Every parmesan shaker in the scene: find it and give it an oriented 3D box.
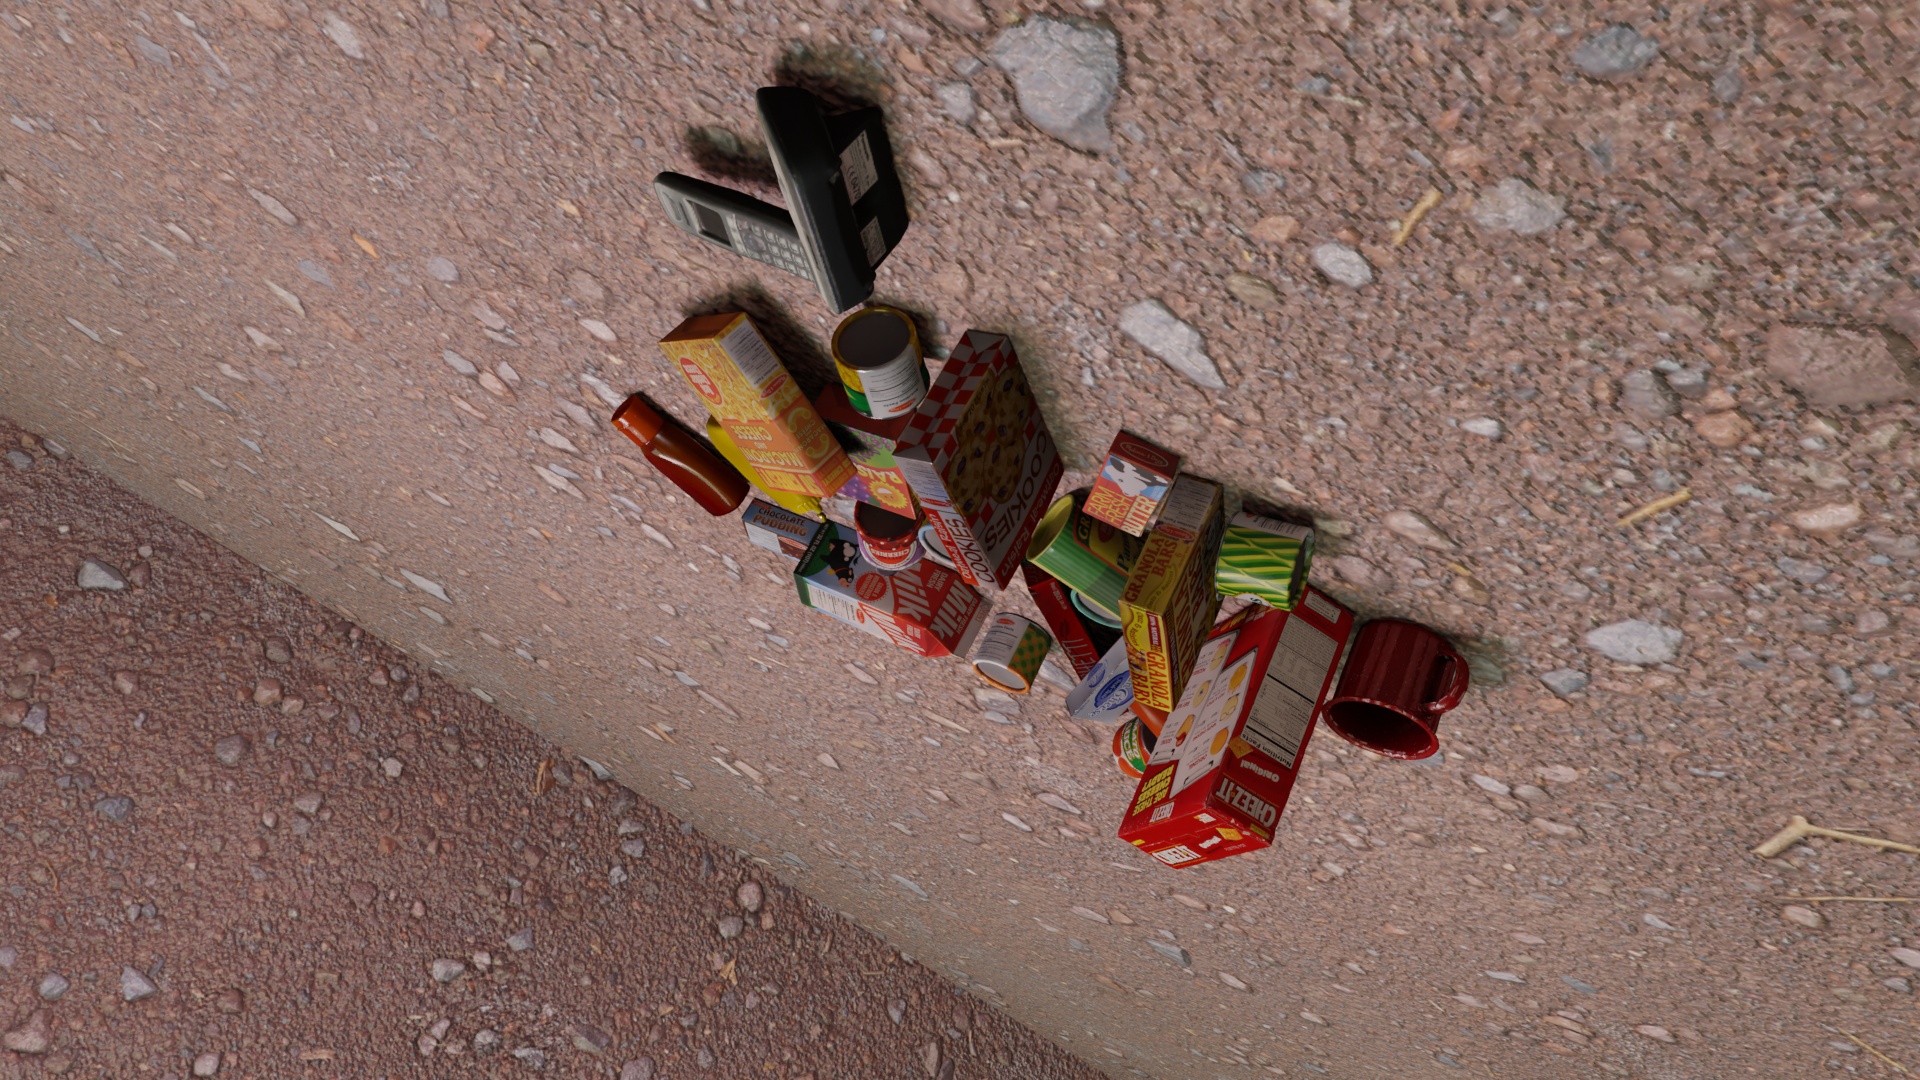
[{"bbox_3d":[0.116,0.014,1.170,0.103,0.071,0.071,33,154,-13],"label":"parmesan shaker"}]

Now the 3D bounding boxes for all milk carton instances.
[{"bbox_3d":[-0.067,0.056,1.415,0.191,0.072,0.073,23,154,13],"label":"milk carton"}]

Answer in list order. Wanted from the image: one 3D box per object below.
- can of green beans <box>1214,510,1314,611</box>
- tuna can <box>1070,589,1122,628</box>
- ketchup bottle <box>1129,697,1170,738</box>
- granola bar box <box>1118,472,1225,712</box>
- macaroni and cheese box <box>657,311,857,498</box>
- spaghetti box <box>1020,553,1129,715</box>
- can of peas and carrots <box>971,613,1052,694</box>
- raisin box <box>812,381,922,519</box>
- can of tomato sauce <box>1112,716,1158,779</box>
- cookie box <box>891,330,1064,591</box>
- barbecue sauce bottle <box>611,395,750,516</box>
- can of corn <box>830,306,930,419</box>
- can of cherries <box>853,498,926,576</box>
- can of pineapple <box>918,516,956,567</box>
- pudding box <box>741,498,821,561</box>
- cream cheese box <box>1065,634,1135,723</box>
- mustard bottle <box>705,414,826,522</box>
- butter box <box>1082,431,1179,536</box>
[{"bbox_3d":[0.231,0.016,1.055,0.058,0.071,0.071,15,151,24],"label":"can of green beans"},{"bbox_3d":[0.135,0.049,1.250,0.071,0.033,0.070,22,153,12],"label":"tuna can"},{"bbox_3d":[0.205,0.176,1.323,0.064,0.043,0.149,44,-177,-23],"label":"ketchup bottle"},{"bbox_3d":[0.172,0.045,1.100,0.039,0.125,0.164,18,153,22],"label":"granola bar box"},{"bbox_3d":[-0.171,-0.114,1.175,0.123,0.040,0.166,10,140,57],"label":"macaroni and cheese box"},{"bbox_3d":[0.110,0.092,1.328,0.028,0.050,0.249,-23,138,8],"label":"spaghetti box"},{"bbox_3d":[0.054,0.118,1.426,0.071,0.059,0.070,22,154,12],"label":"can of peas and carrots"},{"bbox_3d":[-0.076,-0.077,1.214,0.086,0.040,0.122,18,152,18],"label":"raisin box"},{"bbox_3d":[0.201,0.209,1.443,0.071,0.071,0.082,30,155,-4],"label":"can of tomato sauce"},{"bbox_3d":[0.020,-0.057,1.059,0.040,0.123,0.166,12,150,30],"label":"cookie box"},{"bbox_3d":[-0.283,-0.085,1.396,0.148,0.044,0.064,43,150,-27],"label":"barbecue sauce bottle"},{"bbox_3d":[-0.062,-0.137,1.059,0.071,0.071,0.058,17,152,21],"label":"can of corn"},{"bbox_3d":[-0.064,-0.011,1.287,0.071,0.072,0.058,21,153,14],"label":"can of cherries"},{"bbox_3d":[0.004,-0.015,1.227,0.071,0.058,0.070,22,153,12],"label":"can of pineapple"},{"bbox_3d":[-0.184,-0.007,1.458,0.084,0.030,0.049,21,152,14],"label":"pudding box"},{"bbox_3d":[0.151,0.133,1.328,0.053,0.024,0.103,13,131,-31],"label":"cream cheese box"},{"bbox_3d":[-0.172,-0.070,1.309,0.065,0.049,0.159,5,147,39],"label":"mustard bottle"},{"bbox_3d":[0.133,-0.043,1.091,0.053,0.024,0.103,25,154,4],"label":"butter box"}]
